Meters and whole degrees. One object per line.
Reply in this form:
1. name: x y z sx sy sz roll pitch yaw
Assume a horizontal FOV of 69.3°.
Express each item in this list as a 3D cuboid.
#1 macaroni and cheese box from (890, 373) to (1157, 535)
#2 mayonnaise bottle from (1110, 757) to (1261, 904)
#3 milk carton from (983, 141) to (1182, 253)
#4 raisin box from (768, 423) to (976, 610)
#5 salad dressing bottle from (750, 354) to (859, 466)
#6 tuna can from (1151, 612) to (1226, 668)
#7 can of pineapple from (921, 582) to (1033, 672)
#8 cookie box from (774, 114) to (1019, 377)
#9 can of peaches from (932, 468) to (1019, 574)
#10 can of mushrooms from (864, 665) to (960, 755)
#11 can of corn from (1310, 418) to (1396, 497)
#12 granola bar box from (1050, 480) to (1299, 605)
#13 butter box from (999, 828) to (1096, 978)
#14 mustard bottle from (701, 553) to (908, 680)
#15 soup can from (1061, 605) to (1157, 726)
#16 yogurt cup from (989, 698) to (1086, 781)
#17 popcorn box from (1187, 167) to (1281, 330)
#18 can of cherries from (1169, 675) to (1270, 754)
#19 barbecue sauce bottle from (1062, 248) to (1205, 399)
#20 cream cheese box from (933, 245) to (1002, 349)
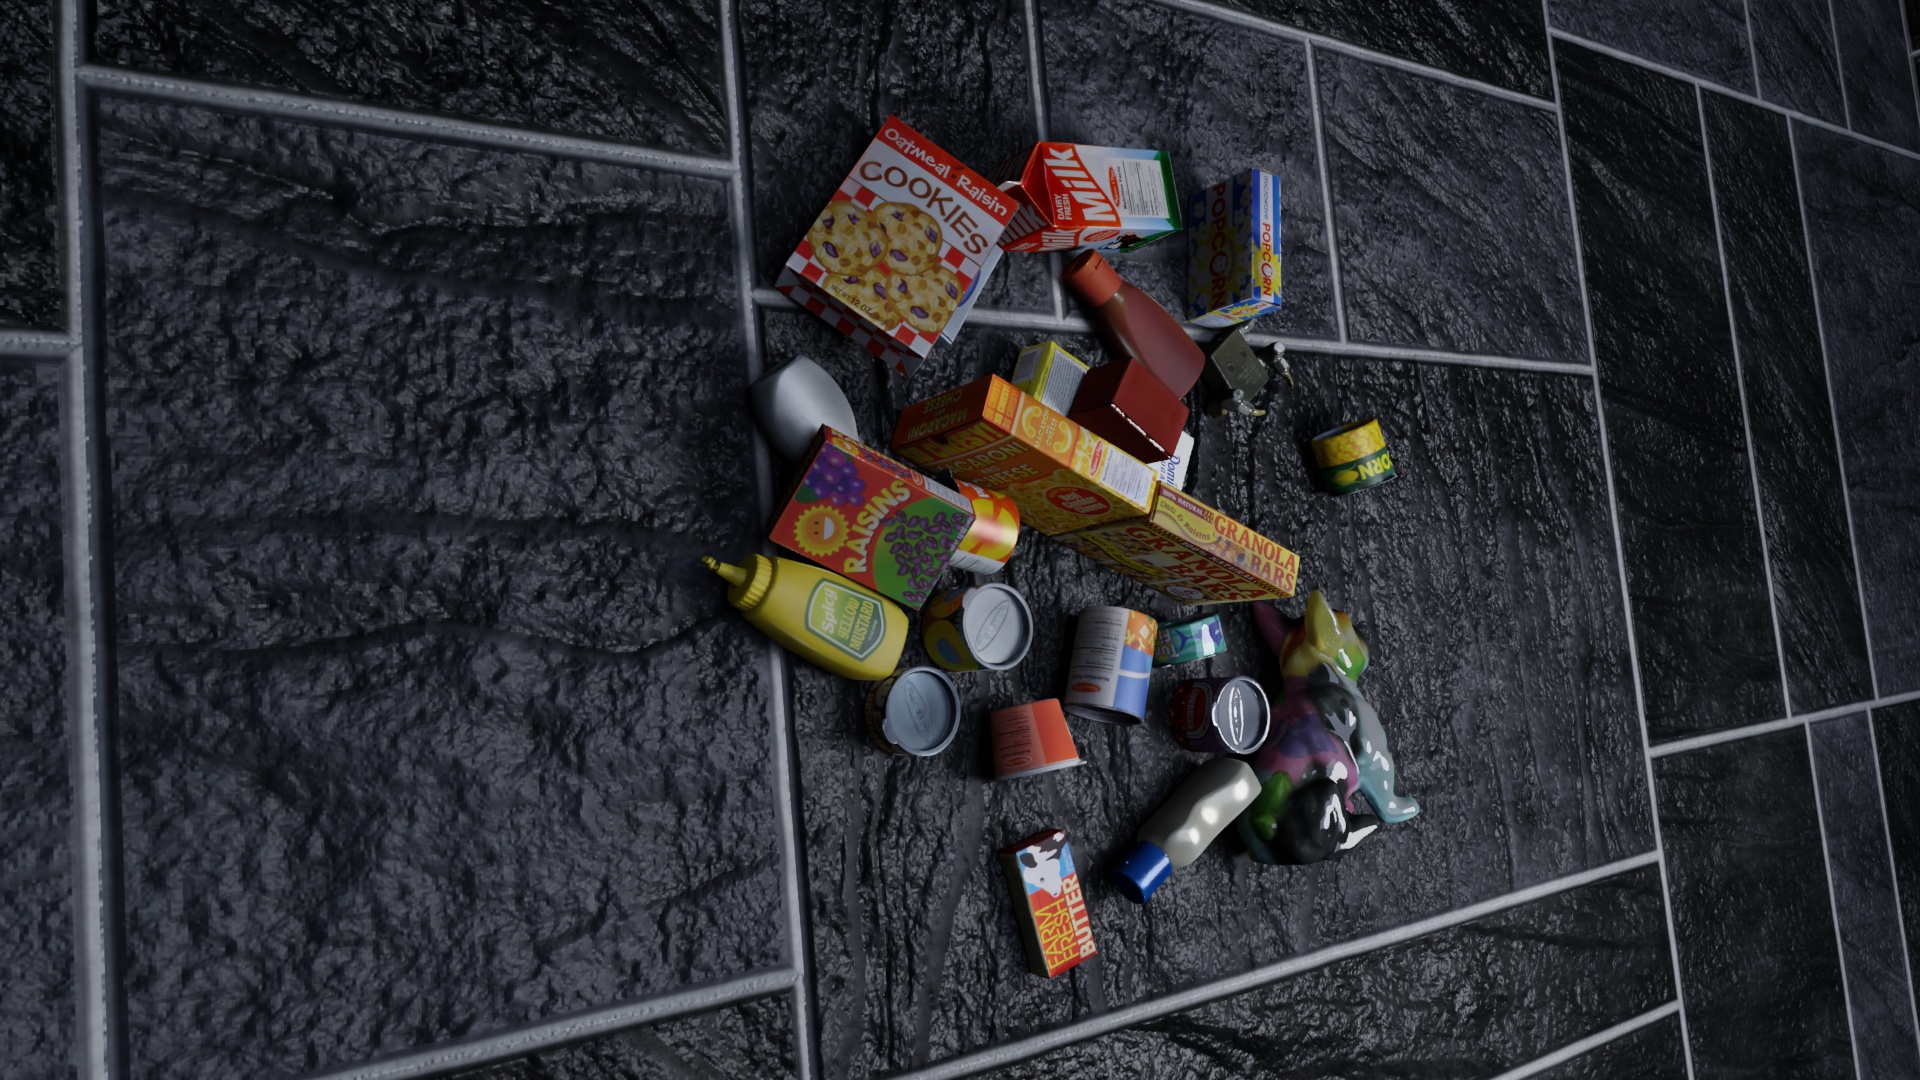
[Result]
1. macaroni and cheese box: 0.048 -0.061 1.066 0.166 0.123 0.040 27 67 -29
2. mayonnaise bottle: 0.184 0.240 1.156 0.149 0.064 0.041 -38 103 -30
3. milk carton: 0.090 -0.286 1.165 0.191 0.072 0.073 -8 88 -37
4. raisin box: -0.063 -0.016 0.988 0.123 0.040 0.086 27 107 -17
5. salad dressing bottle: -0.094 -0.063 1.014 0.064 0.044 0.147 -42 108 -27
6. tuna can: 0.188 0.085 1.179 0.071 0.071 0.033 -14 90 -36
7. can of pineapple: 0.011 0.066 1.060 0.071 0.057 0.071 7 79 -35
8. cookie box: -0.045 -0.226 1.057 0.123 0.040 0.168 33 64 -8
9. can of peaches: 0.004 -0.013 1.061 0.058 0.071 0.071 17 73 -33
10. can of mushrooms: -0.038 0.127 1.030 0.071 0.033 0.071 6 80 -35
11. can of corn: 0.380 -0.081 1.341 0.071 0.071 0.058 -24 97 -36
12. granola bar box: 0.178 0.005 1.149 0.165 0.124 0.039 25 70 -31
13. butter box: 0.069 0.283 1.087 0.053 0.024 0.103 -16 92 -36
14. mustard bottle: -0.113 0.047 0.979 0.160 0.048 0.065 27 66 -30
15. soup can: 0.123 0.103 1.130 0.071 0.071 0.084 22 70 -31
16. yogurt cup: 0.054 0.154 1.074 0.072 0.072 0.054 -4 77 -36
17. popcorn box: 0.249 -0.265 1.268 0.038 0.085 0.127 9 78 -33
18. can of cherries: 0.221 0.150 1.197 0.071 0.058 0.071 5 81 -35
19. barbecue sauce bottle: 0.150 -0.189 1.210 0.148 0.043 0.065 44 60 -21
20. cream cheese box: -0.010 -0.209 1.110 0.053 0.024 0.104 40 62 -25
